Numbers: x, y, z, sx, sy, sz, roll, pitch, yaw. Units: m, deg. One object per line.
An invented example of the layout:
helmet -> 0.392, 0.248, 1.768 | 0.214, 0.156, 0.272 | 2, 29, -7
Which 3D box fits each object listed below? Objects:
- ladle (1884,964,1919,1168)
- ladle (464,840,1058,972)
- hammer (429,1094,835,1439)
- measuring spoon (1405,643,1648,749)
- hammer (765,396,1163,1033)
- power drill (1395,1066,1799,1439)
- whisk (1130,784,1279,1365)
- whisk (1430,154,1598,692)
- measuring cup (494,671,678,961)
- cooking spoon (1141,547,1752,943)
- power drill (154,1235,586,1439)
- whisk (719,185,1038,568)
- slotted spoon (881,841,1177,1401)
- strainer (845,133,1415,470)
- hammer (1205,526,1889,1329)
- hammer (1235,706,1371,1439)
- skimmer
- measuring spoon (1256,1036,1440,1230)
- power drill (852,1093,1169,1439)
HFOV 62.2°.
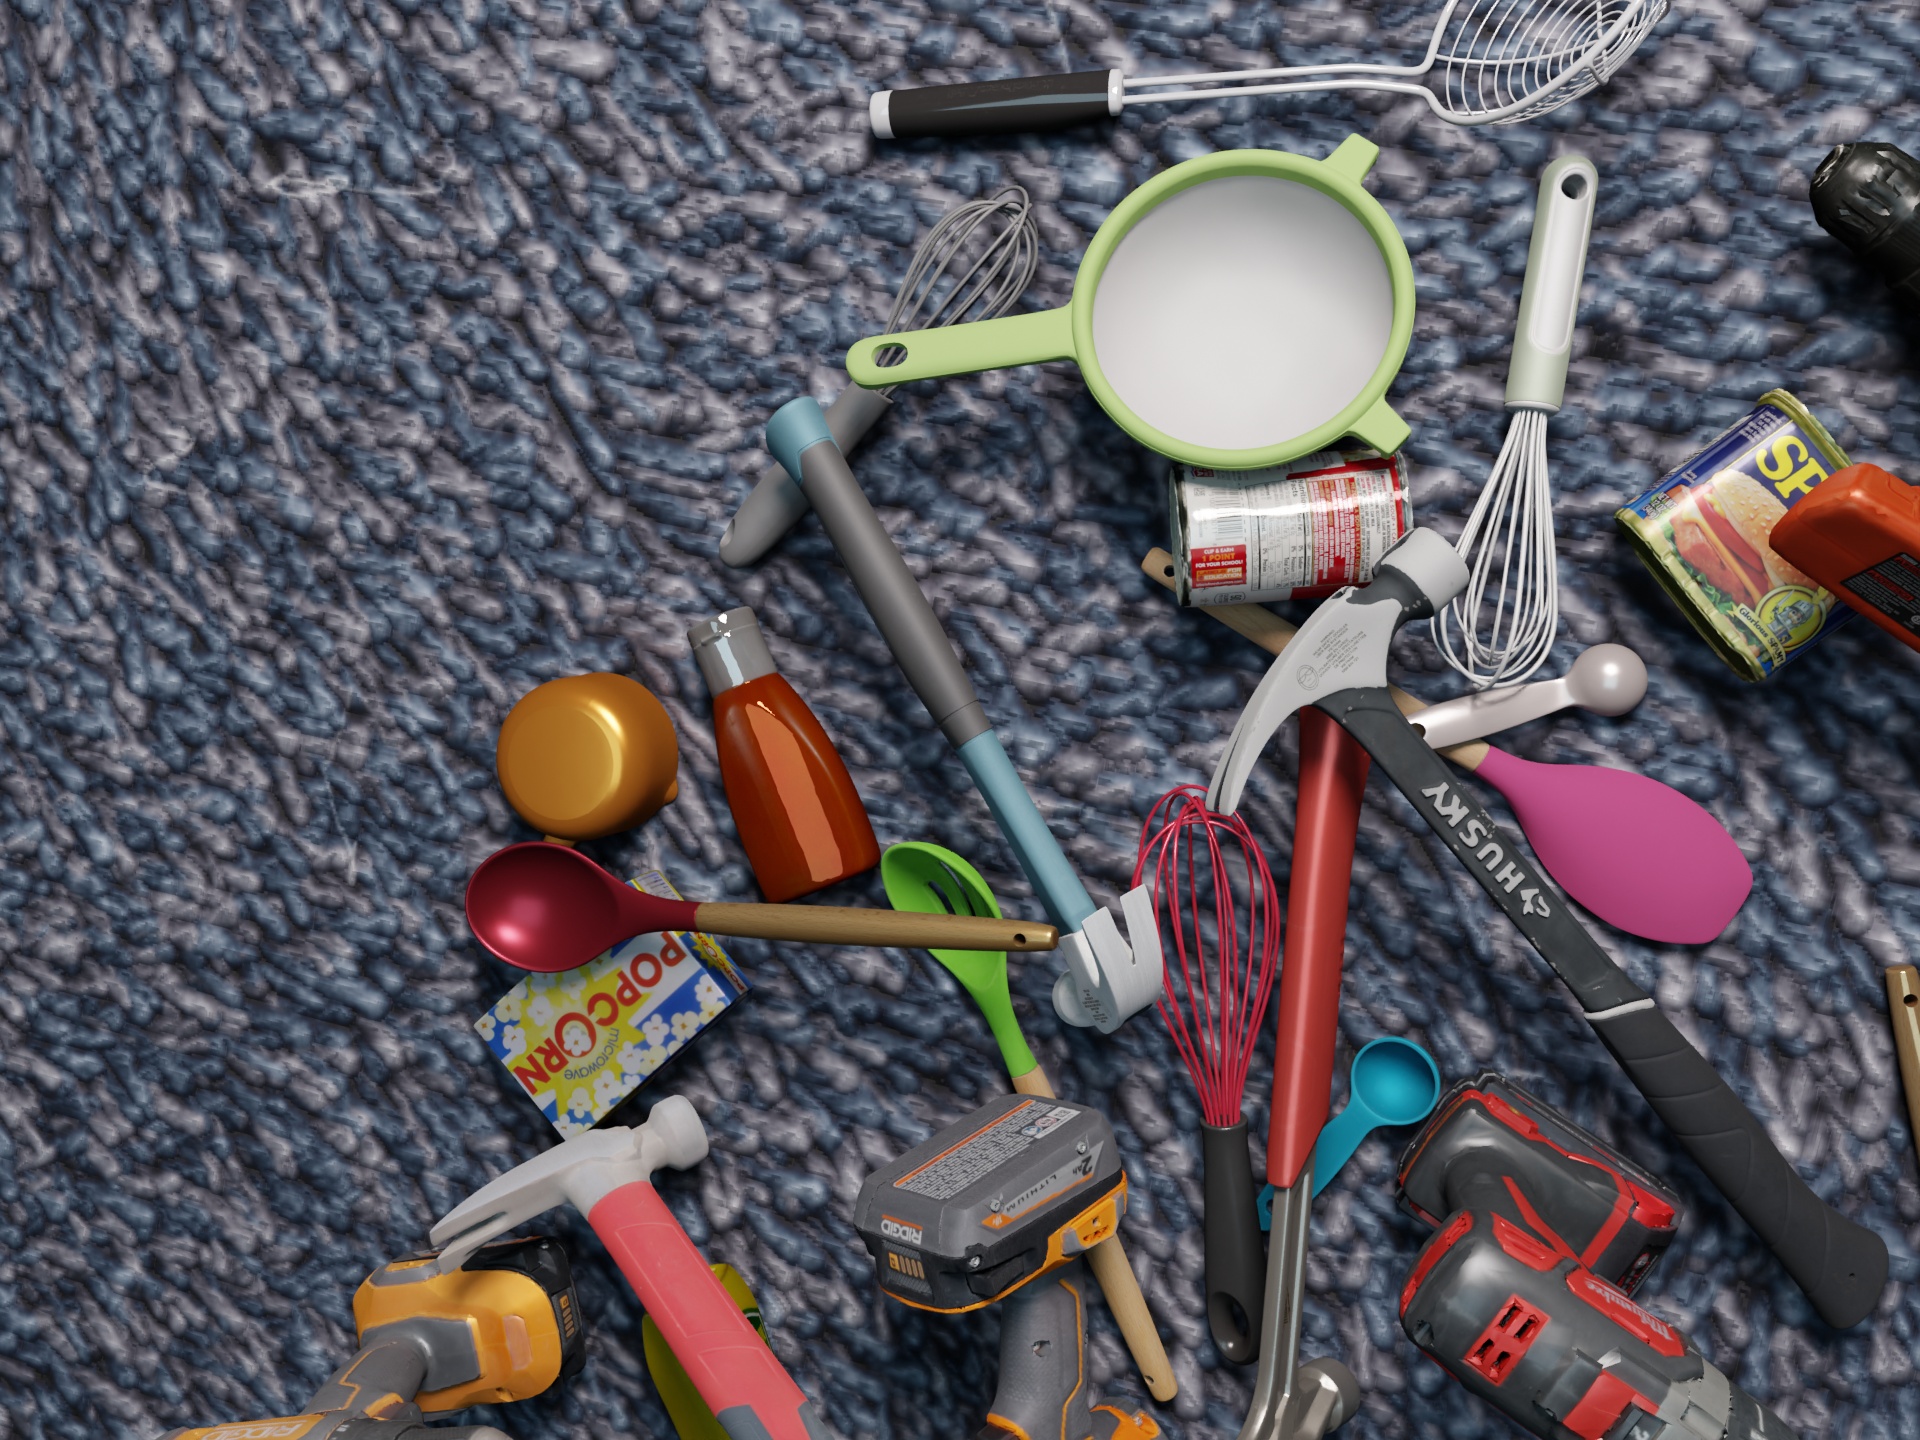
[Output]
ladle -> 0.454, 0.269, 0.705 | 0.078, 0.062, 0.320 | -12, 89, 13
ladle -> -0.103, 0.096, 0.769 | 0.315, 0.031, 0.069 | 0, 99, 23
hammer -> -0.098, 0.309, 0.689 | 0.387, 0.143, 0.038 | 35, 138, 46
measuring spoon -> 0.257, -0.008, 0.734 | 0.124, 0.018, 0.034 | -16, 80, 2
hammer -> -0.001, -0.002, 0.751 | 0.033, 0.128, 0.331 | -29, 87, -16
power drill -> 0.268, 0.245, 0.655 | 0.188, 0.226, 0.080 | 34, 101, 8
whisk -> 0.126, 0.175, 0.771 | 0.073, 0.073, 0.296 | -4, 99, 13
whisk -> 0.258, -0.134, 0.723 | 0.058, 0.059, 0.246 | 9, 91, 0
measuring cup -> -0.217, 0.056, 0.838 | 0.095, 0.052, 0.173 | 29, 98, 9
cooking spoon -> 0.224, 0.005, 0.754 | 0.319, 0.017, 0.069 | 32, 97, 8
power drill -> -0.263, 0.332, 0.779 | 0.185, 0.226, 0.084 | -11, 92, 13
whisk -> -0.045, -0.166, 0.790 | 0.055, 0.055, 0.239 | 45, 106, 6
slotted spoon -> 0.042, 0.200, 0.803 | 0.070, 0.031, 0.314 | -22, 93, 48
strainer -> 0.078, -0.173, 0.742 | 0.256, 0.069, 0.151 | -6, 78, 11
hammer -> 0.274, 0.116, 0.699 | 0.149, 0.036, 0.409 | -42, 98, -5
hammer -> 0.151, 0.160, 0.720 | 0.037, 0.149, 0.359 | 4, 89, 38
skimmer -> 0.126, -0.313, 0.716 | 0.363, 0.090, 0.127 | 1, 61, 15
measuring spoon -> 0.187, 0.205, 0.782 | 0.042, 0.021, 0.128 | 44, 111, 20
power drill -> 0.021, 0.309, 0.737 | 0.084, 0.164, 0.226 | 0, 104, 45
